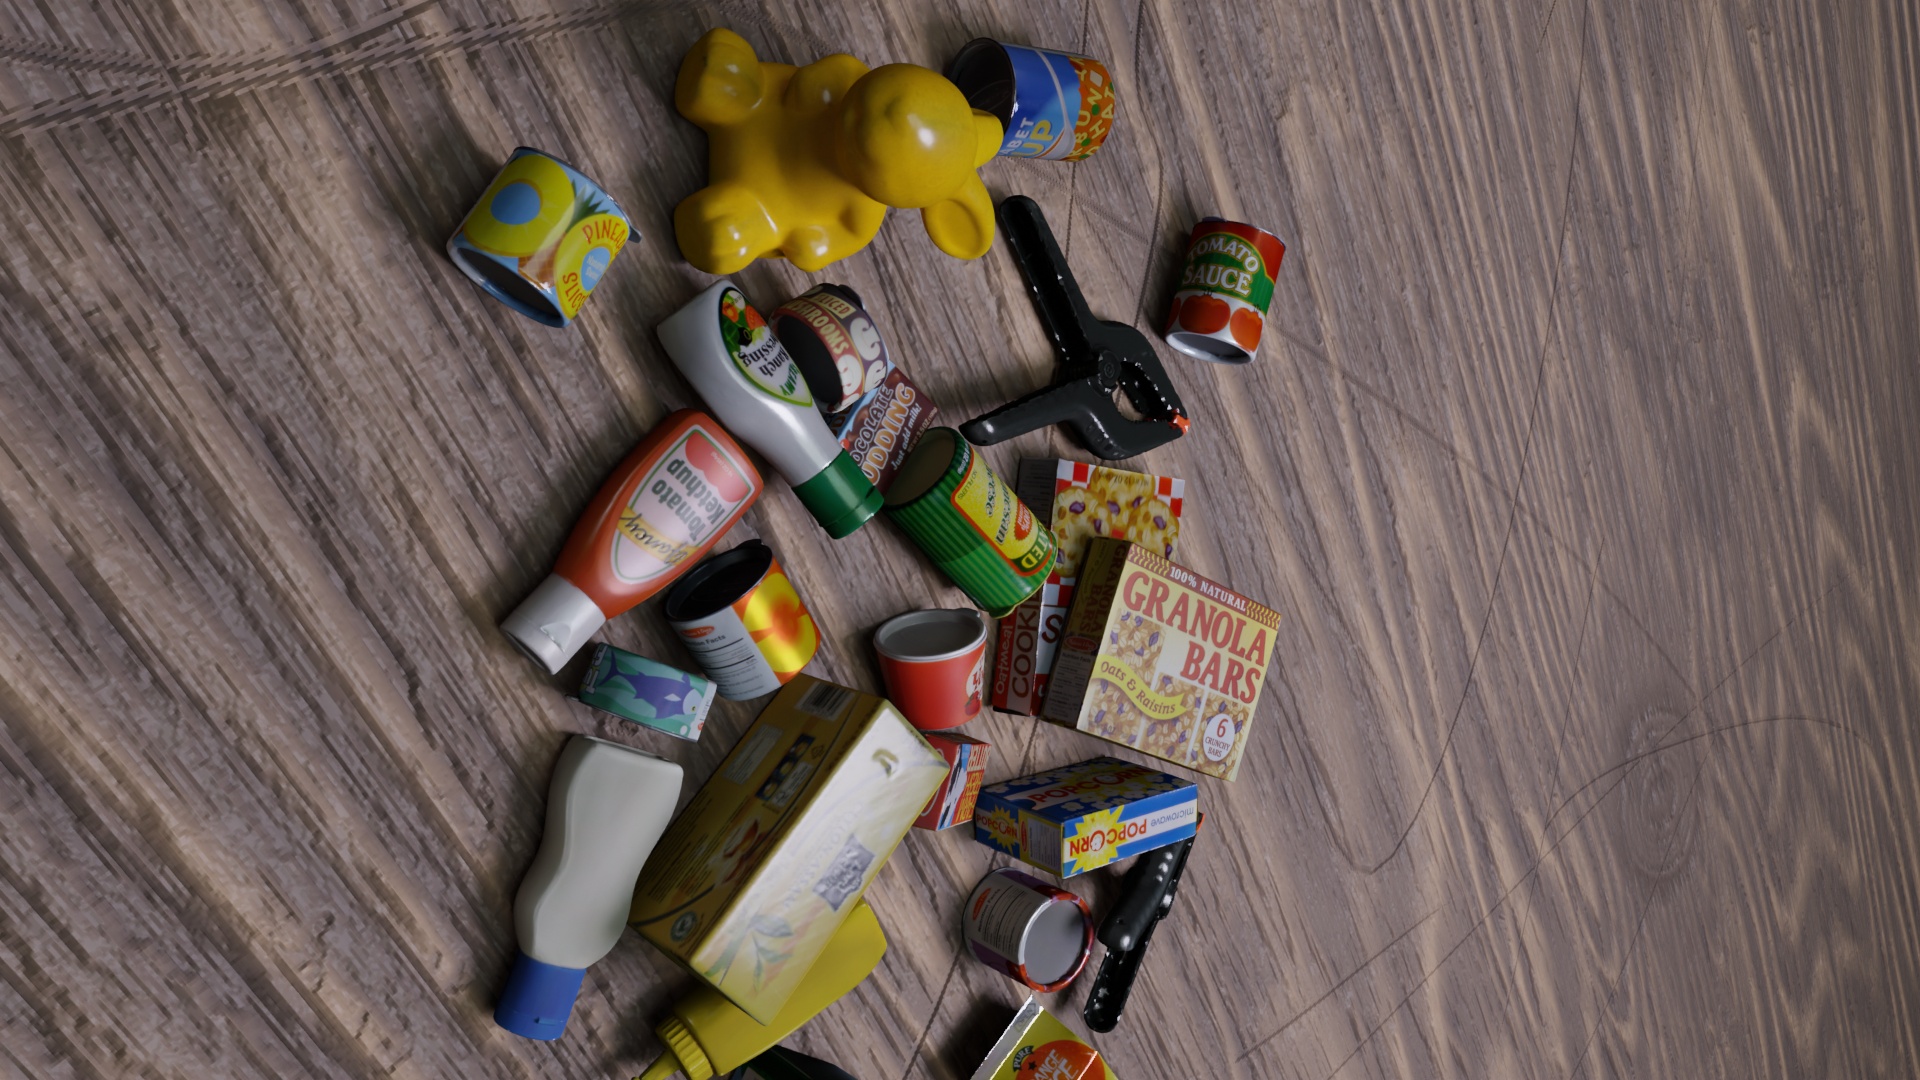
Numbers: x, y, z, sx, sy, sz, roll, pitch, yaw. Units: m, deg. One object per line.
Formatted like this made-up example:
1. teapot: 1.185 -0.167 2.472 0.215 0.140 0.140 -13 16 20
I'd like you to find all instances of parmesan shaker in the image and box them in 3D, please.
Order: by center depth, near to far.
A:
1. parmesan shaker: 0.003 -0.010 0.837 0.103 0.071 0.071 46 67 -33

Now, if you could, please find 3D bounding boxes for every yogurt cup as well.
1. yogurt cup: -0.016 0.078 0.837 0.073 0.072 0.053 -21 116 -36

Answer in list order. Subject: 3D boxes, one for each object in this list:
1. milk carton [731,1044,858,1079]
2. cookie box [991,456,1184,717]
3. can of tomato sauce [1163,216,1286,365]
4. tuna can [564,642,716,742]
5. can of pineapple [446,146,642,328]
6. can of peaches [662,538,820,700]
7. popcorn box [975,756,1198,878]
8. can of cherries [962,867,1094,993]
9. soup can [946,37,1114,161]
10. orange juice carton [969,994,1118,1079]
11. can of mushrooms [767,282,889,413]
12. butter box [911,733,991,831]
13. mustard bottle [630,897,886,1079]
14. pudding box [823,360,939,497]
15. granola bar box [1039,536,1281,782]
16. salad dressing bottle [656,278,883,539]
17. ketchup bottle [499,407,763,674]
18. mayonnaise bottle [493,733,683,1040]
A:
1. milk carton: -0.117 0.392 0.782 0.072 0.073 0.191 36 73 -36
2. cookie box: 0.087 0.034 0.930 0.123 0.040 0.167 7 90 -40
3. can of tomato sauce: 0.183 -0.172 0.967 0.071 0.071 0.083 21 83 -39
4. tuna can: -0.164 0.077 0.714 0.071 0.071 0.033 27 78 -38
5. can of pineapple: -0.198 -0.142 0.658 0.071 0.071 0.058 40 71 -35
6. can of peaches: -0.116 0.043 0.749 0.071 0.071 0.058 -43 120 -27
7. popcorn box: 0.084 0.179 0.915 0.127 0.085 0.038 -6 100 -39
8. can of cherries: 0.046 0.255 0.910 0.072 0.058 0.071 -5 98 -38
9. soup can: 0.042 -0.262 0.842 0.084 0.071 0.071 -7 100 -39
10. orange juice carton: 0.071 0.391 0.936 0.072 0.073 0.192 -46 121 -25
11. can of mushrooms: -0.073 -0.107 0.764 0.033 0.071 0.070 -36 117 -28
12. butter box: -0.007 0.145 0.841 0.103 0.024 0.053 32 72 -76
13. mustard bottle: -0.118 0.256 0.776 0.161 0.065 0.048 -33 110 -26
14. pudding box: -0.055 -0.059 0.809 0.049 0.030 0.084 44 68 -33
15. granola bar box: 0.136 0.081 0.922 0.165 0.039 0.124 24 80 -39
16. salad dressing bottle: -0.098 -0.068 0.740 0.147 0.044 0.064 53 26 -15
17. ketchup bottle: -0.171 0.002 0.714 0.149 0.043 0.064 -50 119 -23
18. mayonnaise bottle: -0.197 0.178 0.715 0.065 0.041 0.148 25 80 -37
